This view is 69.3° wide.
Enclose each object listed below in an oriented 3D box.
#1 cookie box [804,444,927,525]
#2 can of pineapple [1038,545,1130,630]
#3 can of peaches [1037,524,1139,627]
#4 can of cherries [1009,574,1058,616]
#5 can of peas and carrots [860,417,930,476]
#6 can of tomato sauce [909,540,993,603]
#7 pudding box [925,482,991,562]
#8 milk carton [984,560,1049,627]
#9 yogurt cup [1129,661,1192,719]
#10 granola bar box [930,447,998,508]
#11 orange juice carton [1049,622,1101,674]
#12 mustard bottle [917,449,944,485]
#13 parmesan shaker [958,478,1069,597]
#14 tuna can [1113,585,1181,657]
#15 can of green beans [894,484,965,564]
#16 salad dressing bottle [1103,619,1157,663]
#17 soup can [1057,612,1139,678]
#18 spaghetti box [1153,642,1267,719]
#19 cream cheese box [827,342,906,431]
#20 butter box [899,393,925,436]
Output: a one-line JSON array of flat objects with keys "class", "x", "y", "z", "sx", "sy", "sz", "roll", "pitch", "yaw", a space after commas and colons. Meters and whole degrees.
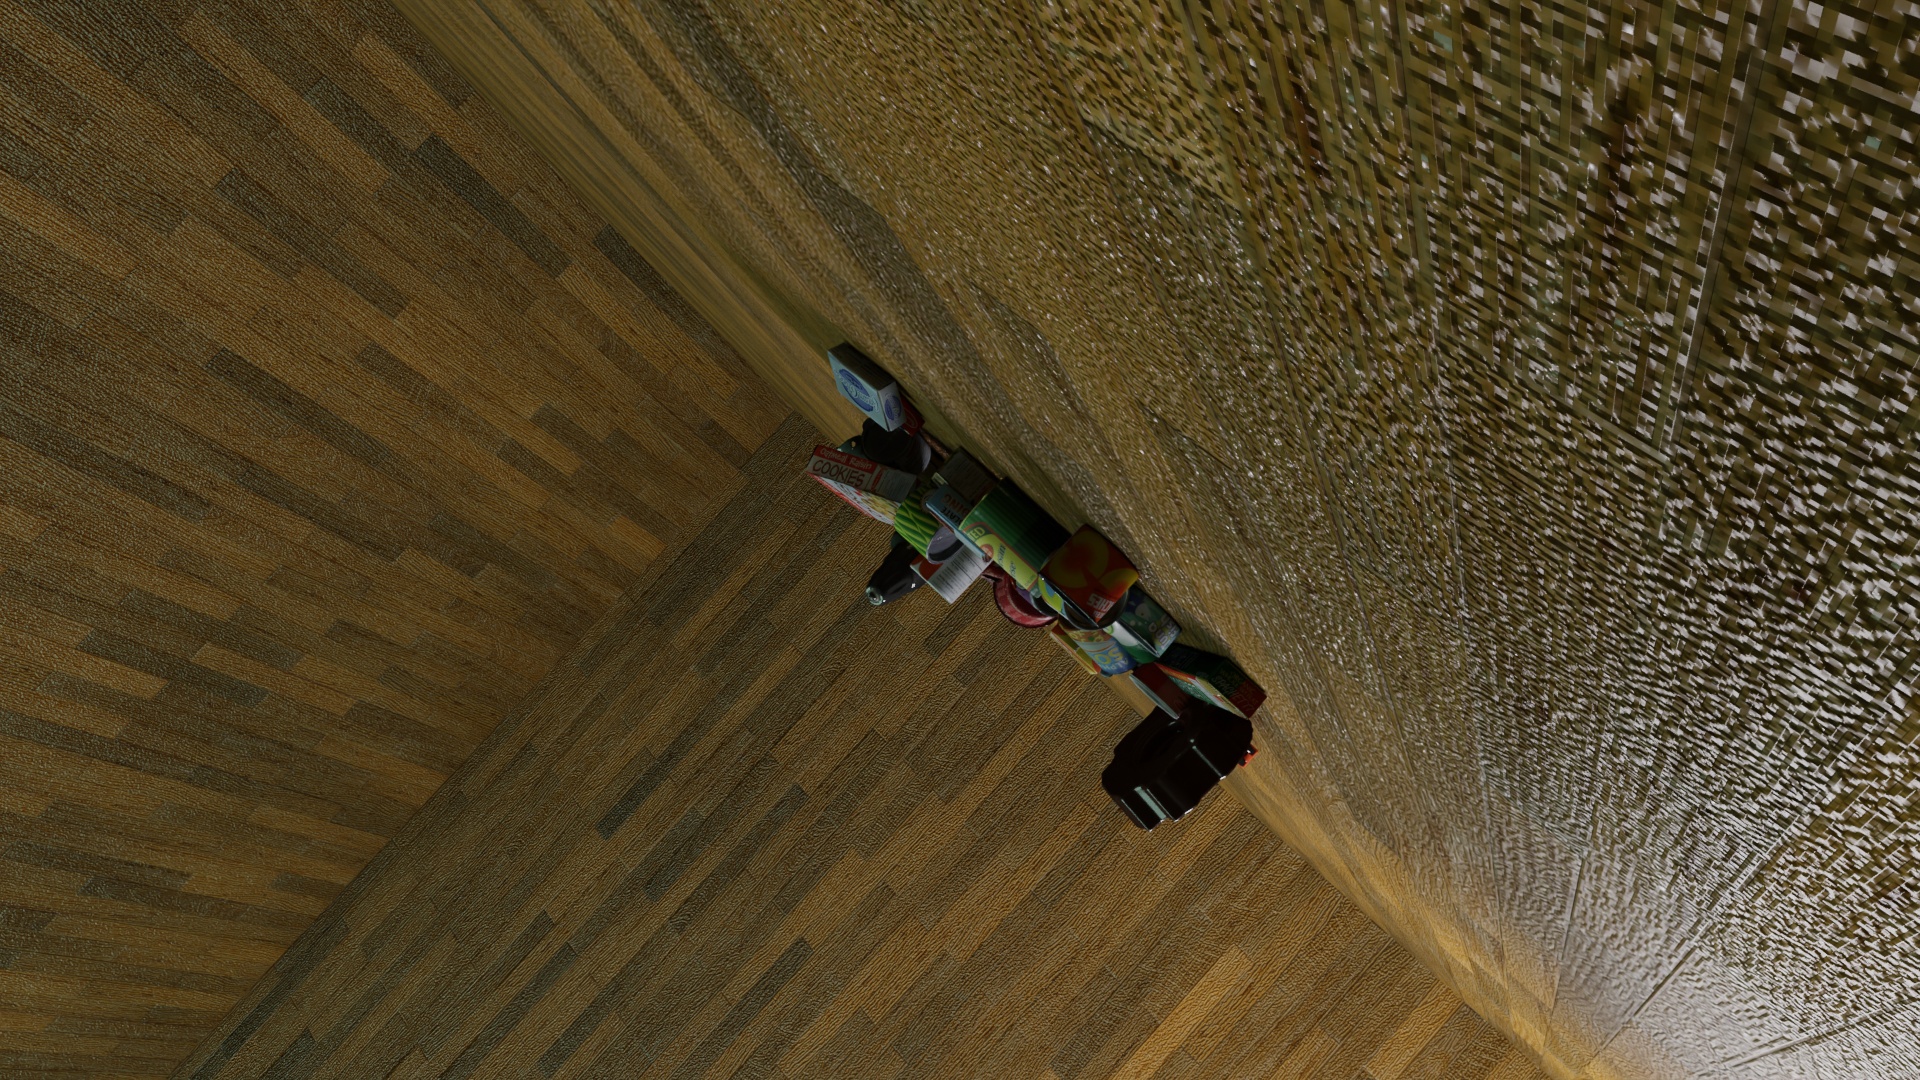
[{"class": "cookie box", "x": -0.083, "y": -0.052, "z": 1.609, "sx": 0.167, "sy": 0.040, "sz": 0.122, "roll": 20, "pitch": 168, "yaw": 40}, {"class": "can of pineapple", "x": 0.111, "y": 0.039, "z": 1.244, "sx": 0.071, "sy": 0.071, "sz": 0.058, "roll": 44, "pitch": 177, "yaw": -26}, {"class": "can of peaches", "x": 0.109, "y": 0.030, "z": 1.165, "sx": 0.071, "sy": 0.058, "sz": 0.071, "roll": 42, "pitch": 177, "yaw": 3}, {"class": "can of cherries", "x": 0.093, "y": 0.040, "z": 1.500, "sx": 0.071, "sy": 0.071, "sz": 0.058, "roll": 44, "pitch": 178, "yaw": -31}, {"class": "can of peas and carrots", "x": -0.077, "y": -0.109, "z": 1.616, "sx": 0.071, "sy": 0.071, "sz": 0.058, "roll": 41, "pitch": 177, "yaw": 29}, {"class": "can of tomato sauce", "x": -0.006, "y": 0.019, "z": 1.547, "sx": 0.071, "sy": 0.083, "sz": 0.071, "roll": 43, "pitch": 177, "yaw": 3}, {"class": "pudding box", "x": 0.005, "y": -0.018, "z": 1.405, "sx": 0.084, "sy": 0.030, "sz": 0.049, "roll": 42, "pitch": 175, "yaw": 10}, {"class": "milk carton", "x": 0.070, "y": 0.034, "z": 1.695, "sx": 0.191, "sy": 0.072, "sz": 0.073, "roll": 40, "pitch": 176, "yaw": 46}, {"class": "yogurt cup", "x": 0.219, "y": 0.146, "z": 1.458, "sx": 0.072, "sy": 0.054, "sz": 0.072, "roll": 42, "pitch": 177, "yaw": 3}, {"class": "granola bar box", "x": 0.027, "y": -0.040, "z": 1.489, "sx": 0.124, "sy": 0.039, "sz": 0.165, "roll": 44, "pitch": 177, "yaw": -2}, {"class": "orange juice carton", "x": 0.153, "y": 0.105, "z": 1.609, "sx": 0.073, "sy": 0.072, "sz": 0.192, "roll": 42, "pitch": 178, "yaw": 7}, {"class": "mustard bottle", "x": -0.036, "y": -0.073, "z": 1.705, "sx": 0.160, "sy": 0.065, "sz": 0.049, "roll": 36, "pitch": -179, "yaw": 10}, {"class": "parmesan shaker", "x": 0.058, "y": -0.002, "z": 1.340, "sx": 0.103, "sy": 0.071, "sz": 0.071, "roll": 42, "pitch": 177, "yaw": 5}, {"class": "tuna can", "x": 0.169, "y": 0.074, "z": 1.270, "sx": 0.071, "sy": 0.033, "sz": 0.071, "roll": 42, "pitch": 178, "yaw": 3}, {"class": "can of green beans", "x": -0.028, "y": -0.018, "z": 1.488, "sx": 0.058, "sy": 0.071, "sz": 0.071, "roll": 43, "pitch": 178, "yaw": 29}, {"class": "salad dressing bottle", "x": 0.152, "y": 0.071, "z": 1.352, "sx": 0.064, "sy": 0.044, "sz": 0.147, "roll": 38, "pitch": 175, "yaw": 47}, {"class": "soup can", "x": 0.150, "y": 0.094, "z": 1.464, "sx": 0.083, "sy": 0.071, "sz": 0.071, "roll": 45, "pitch": 177, "yaw": -33}, {"class": "spaghetti box", "x": 0.228, "y": 0.128, "z": 1.302, "sx": 0.050, "sy": 0.029, "sz": 0.250, "roll": 43, "pitch": 178, "yaw": -2}, {"class": "cream cheese box", "x": -0.096, "y": -0.157, "z": 1.408, "sx": 0.104, "sy": 0.024, "sz": 0.053, "roll": 40, "pitch": 155, "yaw": 43}, {"class": "butter box", "x": -0.084, "y": -0.153, "z": 1.475, "sx": 0.104, "sy": 0.024, "sz": 0.053, "roll": 40, "pitch": 176, "yaw": 44}]
